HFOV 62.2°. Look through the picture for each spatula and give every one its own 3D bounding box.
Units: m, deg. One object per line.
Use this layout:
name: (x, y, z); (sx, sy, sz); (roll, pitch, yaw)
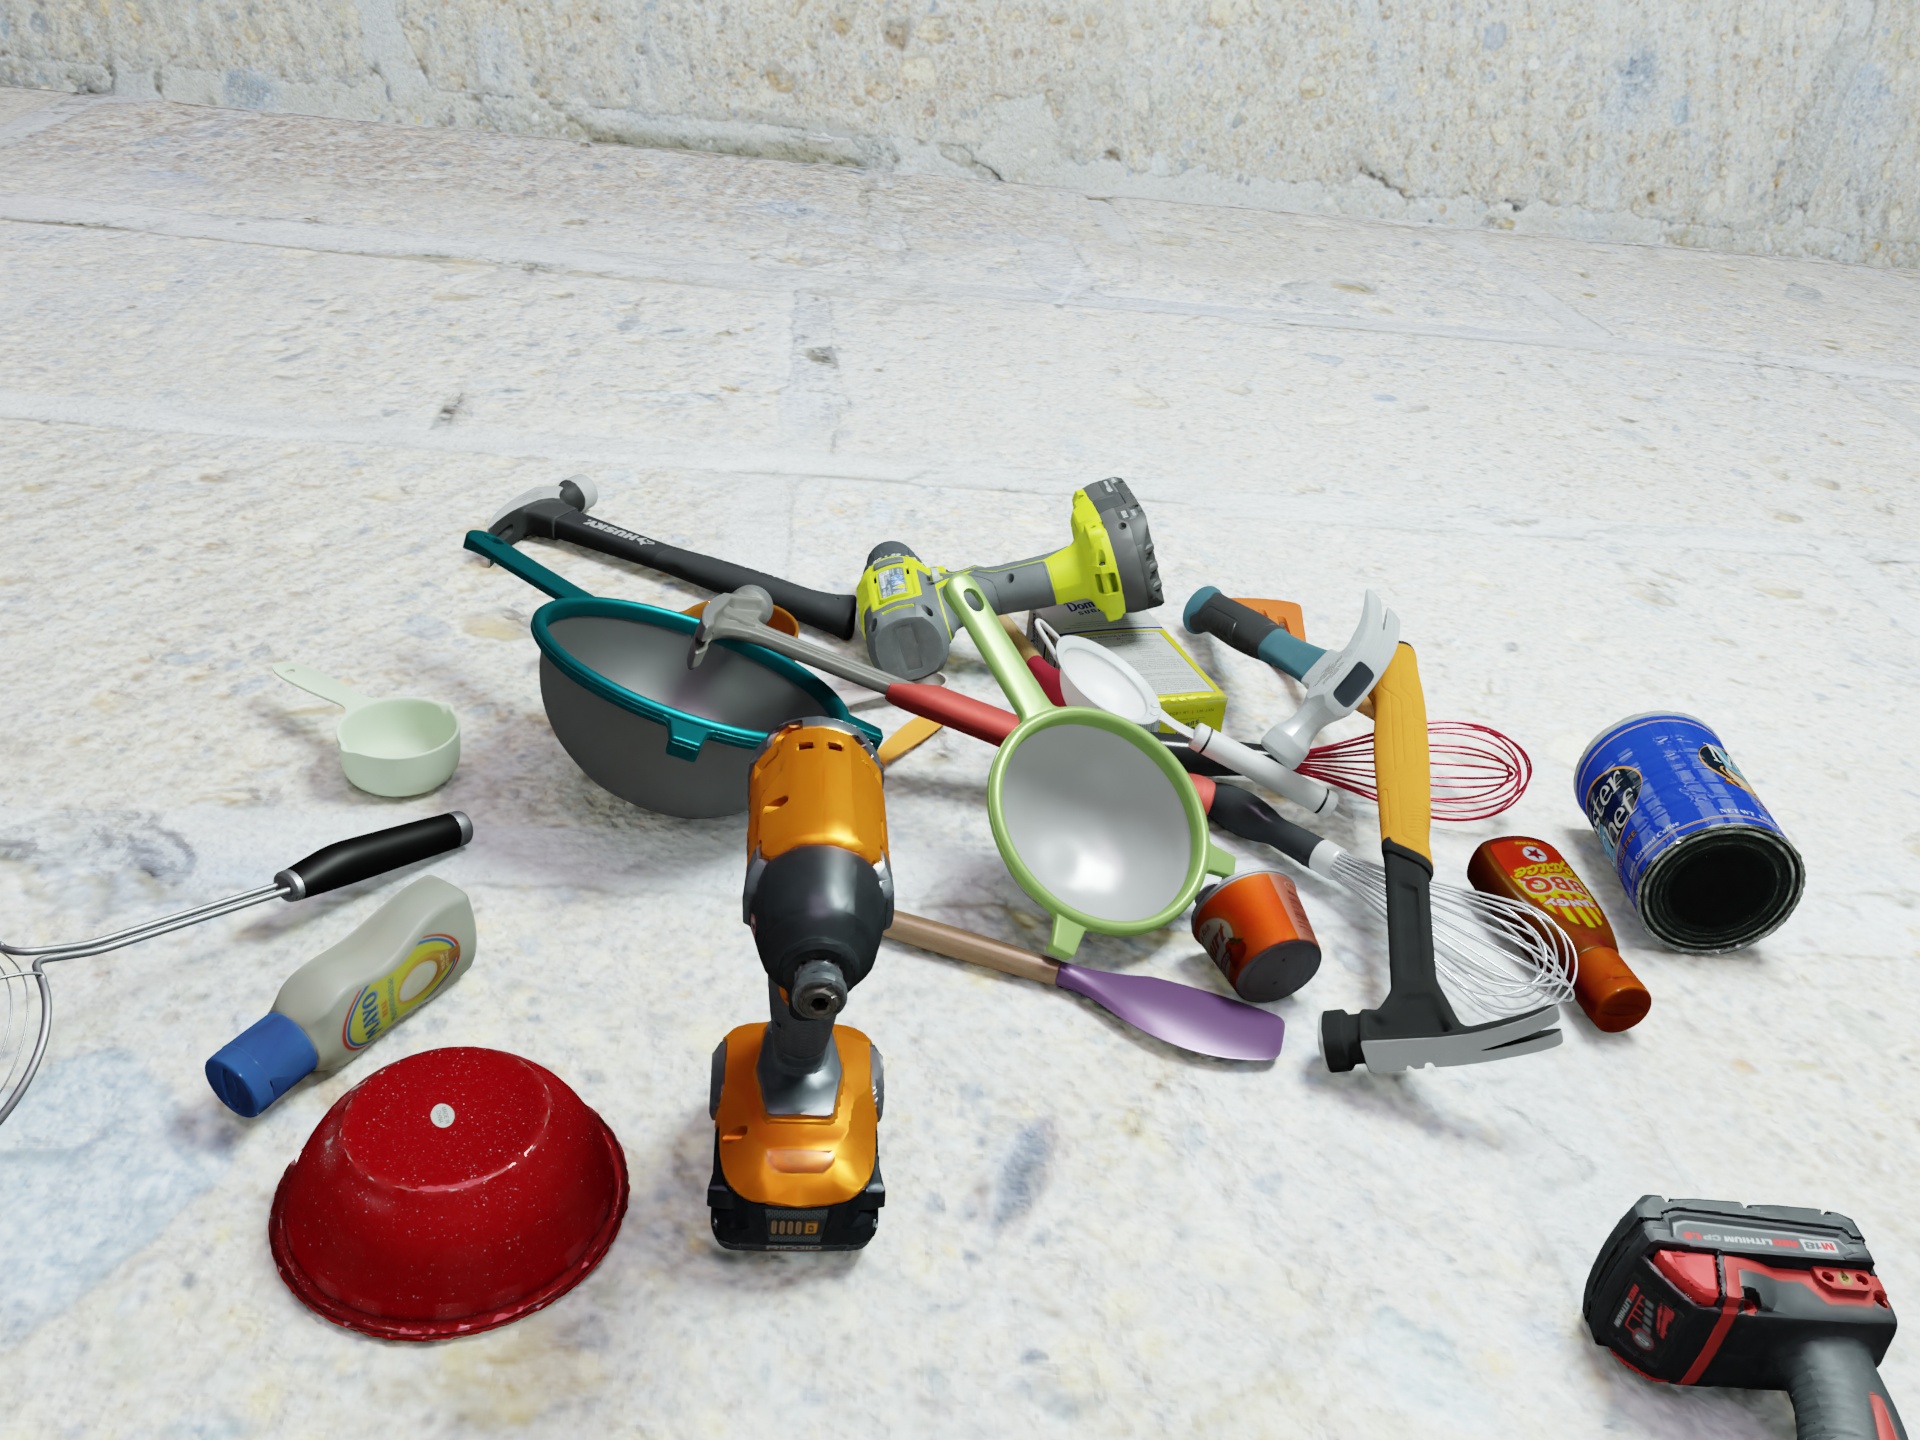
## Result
spatula: (0.032, 0.141, 0.927); (0.316, 0.018, 0.060); (15, 27, 12)
spatula: (0.276, -0.046, 1.226); (0.081, 0.041, 0.323); (2, 14, -9)

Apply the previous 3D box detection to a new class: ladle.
ladle: (0.050, -0.055, 1.234); (0.031, 0.069, 0.316); (21, 17, -28)

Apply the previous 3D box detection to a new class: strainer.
strainer: (-0.232, -0.024, 1.055); (0.341, 0.095, 0.211); (30, 17, 30)
strainer: (0.155, 0.010, 1.083); (0.258, 0.050, 0.087); (27, 29, -2)
strainer: (0.048, 0.027, 0.999); (0.151, 0.069, 0.256); (-21, 72, -33)

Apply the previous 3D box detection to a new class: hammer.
hammer: (-0.002, -0.003, 1.057); (0.359, 0.036, 0.149); (21, 16, -2)
hammer: (-0.232, -0.127, 1.305); (0.335, 0.035, 0.146); (20, 32, 19)
hammer: (0.280, 0.066, 0.972); (0.127, 0.034, 0.337); (-10, 40, 19)
hammer: (0.226, -0.057, 1.178); (0.033, 0.128, 0.331); (42, 4, -15)

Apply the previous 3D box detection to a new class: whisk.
whisk: (0.259, 0.102, 1.008); (0.070, 0.070, 0.285); (-19, 35, -37)
whisk: (0.253, 0.029, 1.124); (0.296, 0.073, 0.073); (3, 31, 3)

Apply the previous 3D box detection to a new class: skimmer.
skimmer: (-0.411, 0.131, 0.842); (0.127, 0.090, 0.363); (21, 23, 28)

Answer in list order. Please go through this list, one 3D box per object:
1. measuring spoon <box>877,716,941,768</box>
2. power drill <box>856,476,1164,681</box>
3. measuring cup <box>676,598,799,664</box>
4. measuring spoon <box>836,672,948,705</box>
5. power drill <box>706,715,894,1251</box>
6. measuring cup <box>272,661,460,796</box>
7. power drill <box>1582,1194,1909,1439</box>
measuring spoon: (-0.040, 0.017, 1.131); (0.021, 0.011, 0.117); (20, 29, 21)
power drill: (0.029, -0.115, 1.238); (0.228, 0.080, 0.191); (-16, 27, 1)
measuring cup: (-0.206, -0.051, 1.168); (0.173, 0.052, 0.095); (4, 31, -1)
measuring spoon: (-0.068, -0.014, 1.175); (0.124, 0.018, 0.034); (-13, 29, -18)
power drill: (-0.069, 0.134, 0.713); (0.084, 0.226, 0.164); (3, 31, -7)
measuring cup: (-0.399, 0.003, 1.050); (0.168, 0.038, 0.083); (23, 34, 28)
power drill: (0.330, 0.311, 0.654); (0.188, 0.080, 0.227); (5, 34, -3)
